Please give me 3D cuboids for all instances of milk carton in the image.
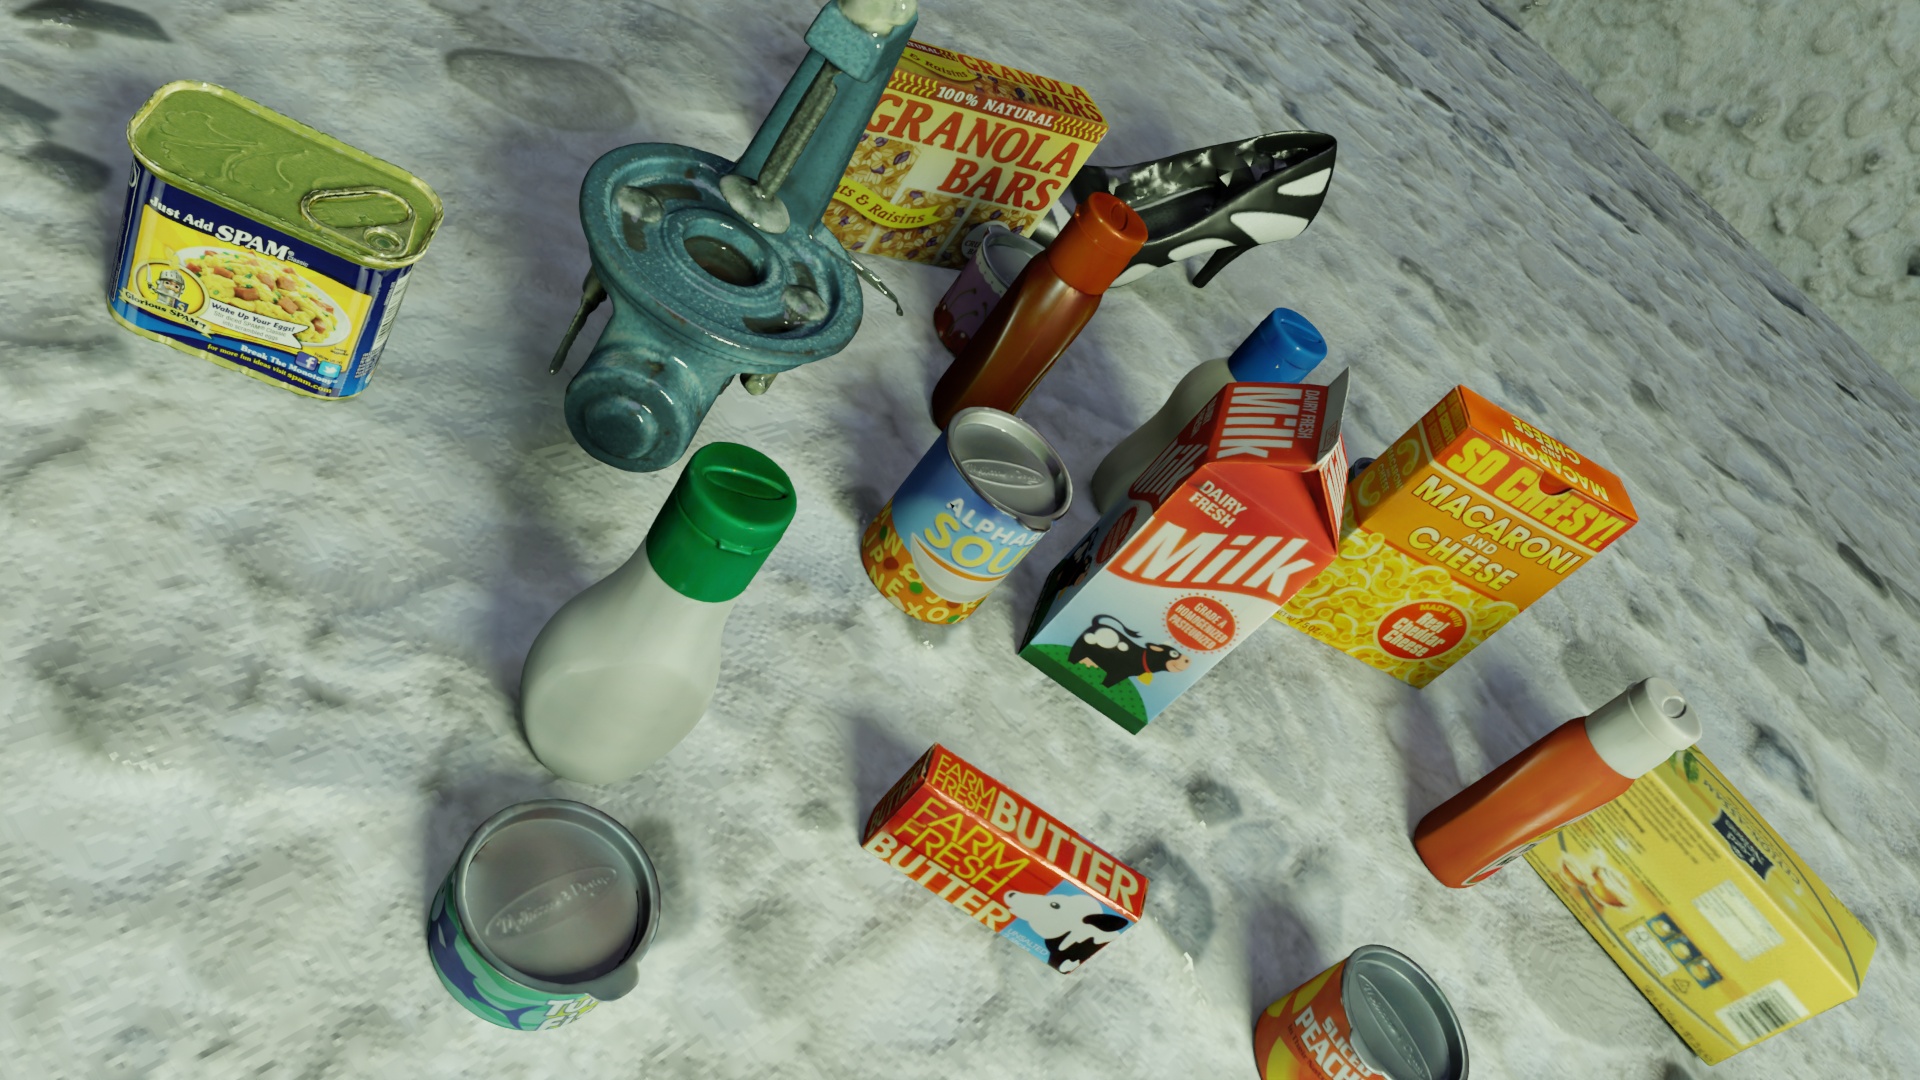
[{"bbox_3d":[0.112,0.000,0.637,0.073,0.189,0.073,35,38,-7],"label":"milk carton"}]

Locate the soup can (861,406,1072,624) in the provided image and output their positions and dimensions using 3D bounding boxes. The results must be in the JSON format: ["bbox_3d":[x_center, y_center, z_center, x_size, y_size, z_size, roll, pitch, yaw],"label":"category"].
[{"bbox_3d":[0.002,-0.008,0.640,0.071,0.083,0.072,23,41,-21],"label":"soup can"}]

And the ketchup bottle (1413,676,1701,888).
[{"bbox_3d":[0.301,0.123,0.704,0.065,0.148,0.043,-12,61,-46],"label":"ketchup bottle"}]

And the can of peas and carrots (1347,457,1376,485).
[{"bbox_3d":[0.252,-0.007,0.865,0.071,0.058,0.071,23,41,-21],"label":"can of peas and carrots"}]

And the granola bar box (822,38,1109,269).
[{"bbox_3d":[-0.014,-0.220,0.804,0.166,0.123,0.039,1,52,-39],"label":"granola bar box"}]

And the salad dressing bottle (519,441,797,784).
[{"bbox_3d":[-0.102,0.027,0.467,0.064,0.147,0.044,16,44,-28],"label":"salad dressing bottle"}]

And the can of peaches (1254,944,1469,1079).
[{"bbox_3d":[0.164,0.212,0.577,0.071,0.057,0.071,23,41,-21],"label":"can of peaches"}]

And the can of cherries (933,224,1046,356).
[{"bbox_3d":[0.025,-0.138,0.808,0.071,0.058,0.072,23,41,-21],"label":"can of cherries"}]

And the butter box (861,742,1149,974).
[{"bbox_3d":[0.017,0.126,0.544,0.103,0.053,0.024,34,38,-7],"label":"butter box"}]

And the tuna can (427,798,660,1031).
[{"bbox_3d":[-0.131,0.121,0.443,0.071,0.032,0.071,23,41,-21],"label":"tuna can"}]

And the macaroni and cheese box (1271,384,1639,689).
[{"bbox_3d":[0.269,0.005,0.781,0.124,0.165,0.040,25,40,-19],"label":"macaroni and cheese box"}]

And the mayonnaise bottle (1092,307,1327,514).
[{"bbox_3d":[0.136,-0.062,0.752,0.065,0.147,0.041,18,43,-26],"label":"mayonnaise bottle"}]

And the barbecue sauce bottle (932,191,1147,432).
[{"bbox_3d":[0.040,-0.115,0.724,0.043,0.147,0.065,30,39,-13],"label":"barbecue sauce bottle"}]
